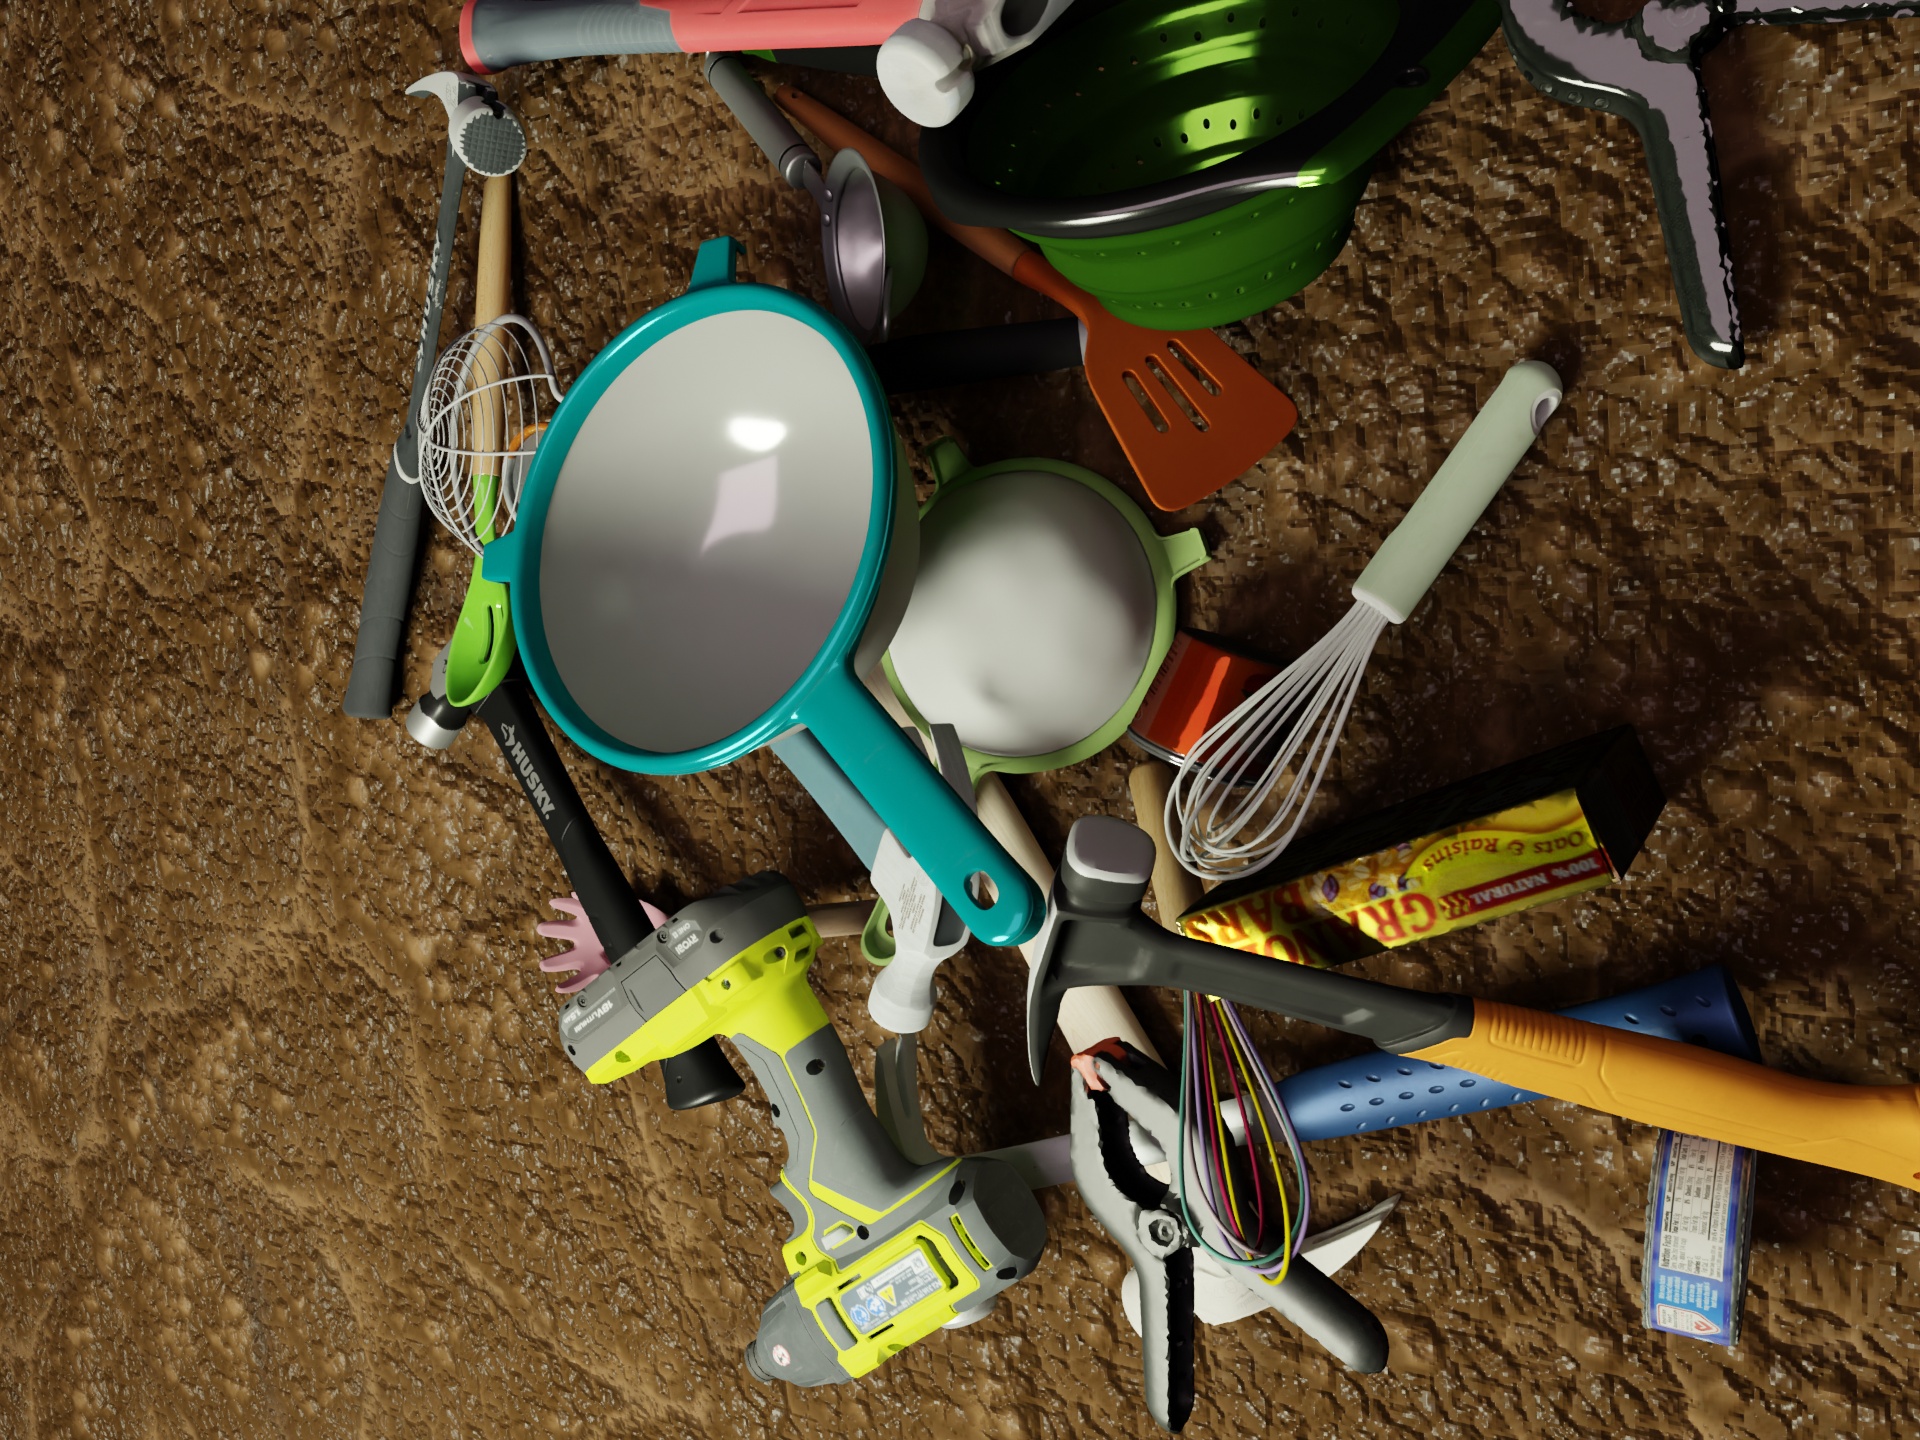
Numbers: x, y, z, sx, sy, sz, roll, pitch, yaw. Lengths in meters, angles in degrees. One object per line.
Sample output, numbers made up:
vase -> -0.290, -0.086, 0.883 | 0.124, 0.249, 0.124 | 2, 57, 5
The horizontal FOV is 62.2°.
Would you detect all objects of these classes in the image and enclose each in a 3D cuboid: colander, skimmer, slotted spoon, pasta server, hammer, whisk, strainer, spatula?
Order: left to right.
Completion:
hammer -> -0.324, -0.175, 0.937 | 0.149, 0.036, 0.408 | 52, 131, 46
slotted spoon -> -0.266, -0.164, 0.901 | 0.070, 0.031, 0.314 | 1, 89, 51
hammer -> -0.209, 0.072, 0.895 | 0.146, 0.035, 0.335 | -47, 63, 26
hammer -> -0.106, -0.336, 0.741 | 0.387, 0.143, 0.038 | 19, 152, 40
pasta server -> -0.121, 0.113, 0.864 | 0.316, 0.040, 0.060 | -11, 82, 40
skimmer -> -0.107, -0.156, 0.787 | 0.363, 0.090, 0.127 | -6, 87, 10
hammer -> -0.092, -0.002, 0.783 | 0.331, 0.033, 0.128 | 45, 128, 40
strainer -> -0.070, -0.257, 0.746 | 0.259, 0.050, 0.086 | 57, 149, 34
strainer -> -0.055, -0.033, 0.667 | 0.211, 0.095, 0.341 | -50, 60, 15
strainer -> -0.001, -0.002, 0.735 | 0.151, 0.069, 0.256 | 24, 96, 21
spatula -> 0.014, -0.212, 0.727 | 0.323, 0.081, 0.041 | 44, 161, 29
colander -> 0.040, -0.252, 0.684 | 0.397, 0.204, 0.094 | 29, 157, 42
hammer -> 0.048, 0.095, 0.778 | 0.146, 0.038, 0.411 | -36, 80, 30
whisk -> 0.102, 0.119, 0.677 | 0.051, 0.047, 0.245 | -18, 50, 11
hammer -> 0.130, 0.170, 0.701 | 0.405, 0.035, 0.144 | -22, 86, 30
whisk -> 0.162, -0.040, 0.640 | 0.059, 0.057, 0.246 | 38, 95, 38
hammer -> 0.191, 0.122, 0.584 | 0.337, 0.034, 0.127 | 13, 133, 3

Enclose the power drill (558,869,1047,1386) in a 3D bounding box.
power drill -> -0.086, 0.201, 0.760 | 0.171, 0.080, 0.223 | -38, 81, 23
